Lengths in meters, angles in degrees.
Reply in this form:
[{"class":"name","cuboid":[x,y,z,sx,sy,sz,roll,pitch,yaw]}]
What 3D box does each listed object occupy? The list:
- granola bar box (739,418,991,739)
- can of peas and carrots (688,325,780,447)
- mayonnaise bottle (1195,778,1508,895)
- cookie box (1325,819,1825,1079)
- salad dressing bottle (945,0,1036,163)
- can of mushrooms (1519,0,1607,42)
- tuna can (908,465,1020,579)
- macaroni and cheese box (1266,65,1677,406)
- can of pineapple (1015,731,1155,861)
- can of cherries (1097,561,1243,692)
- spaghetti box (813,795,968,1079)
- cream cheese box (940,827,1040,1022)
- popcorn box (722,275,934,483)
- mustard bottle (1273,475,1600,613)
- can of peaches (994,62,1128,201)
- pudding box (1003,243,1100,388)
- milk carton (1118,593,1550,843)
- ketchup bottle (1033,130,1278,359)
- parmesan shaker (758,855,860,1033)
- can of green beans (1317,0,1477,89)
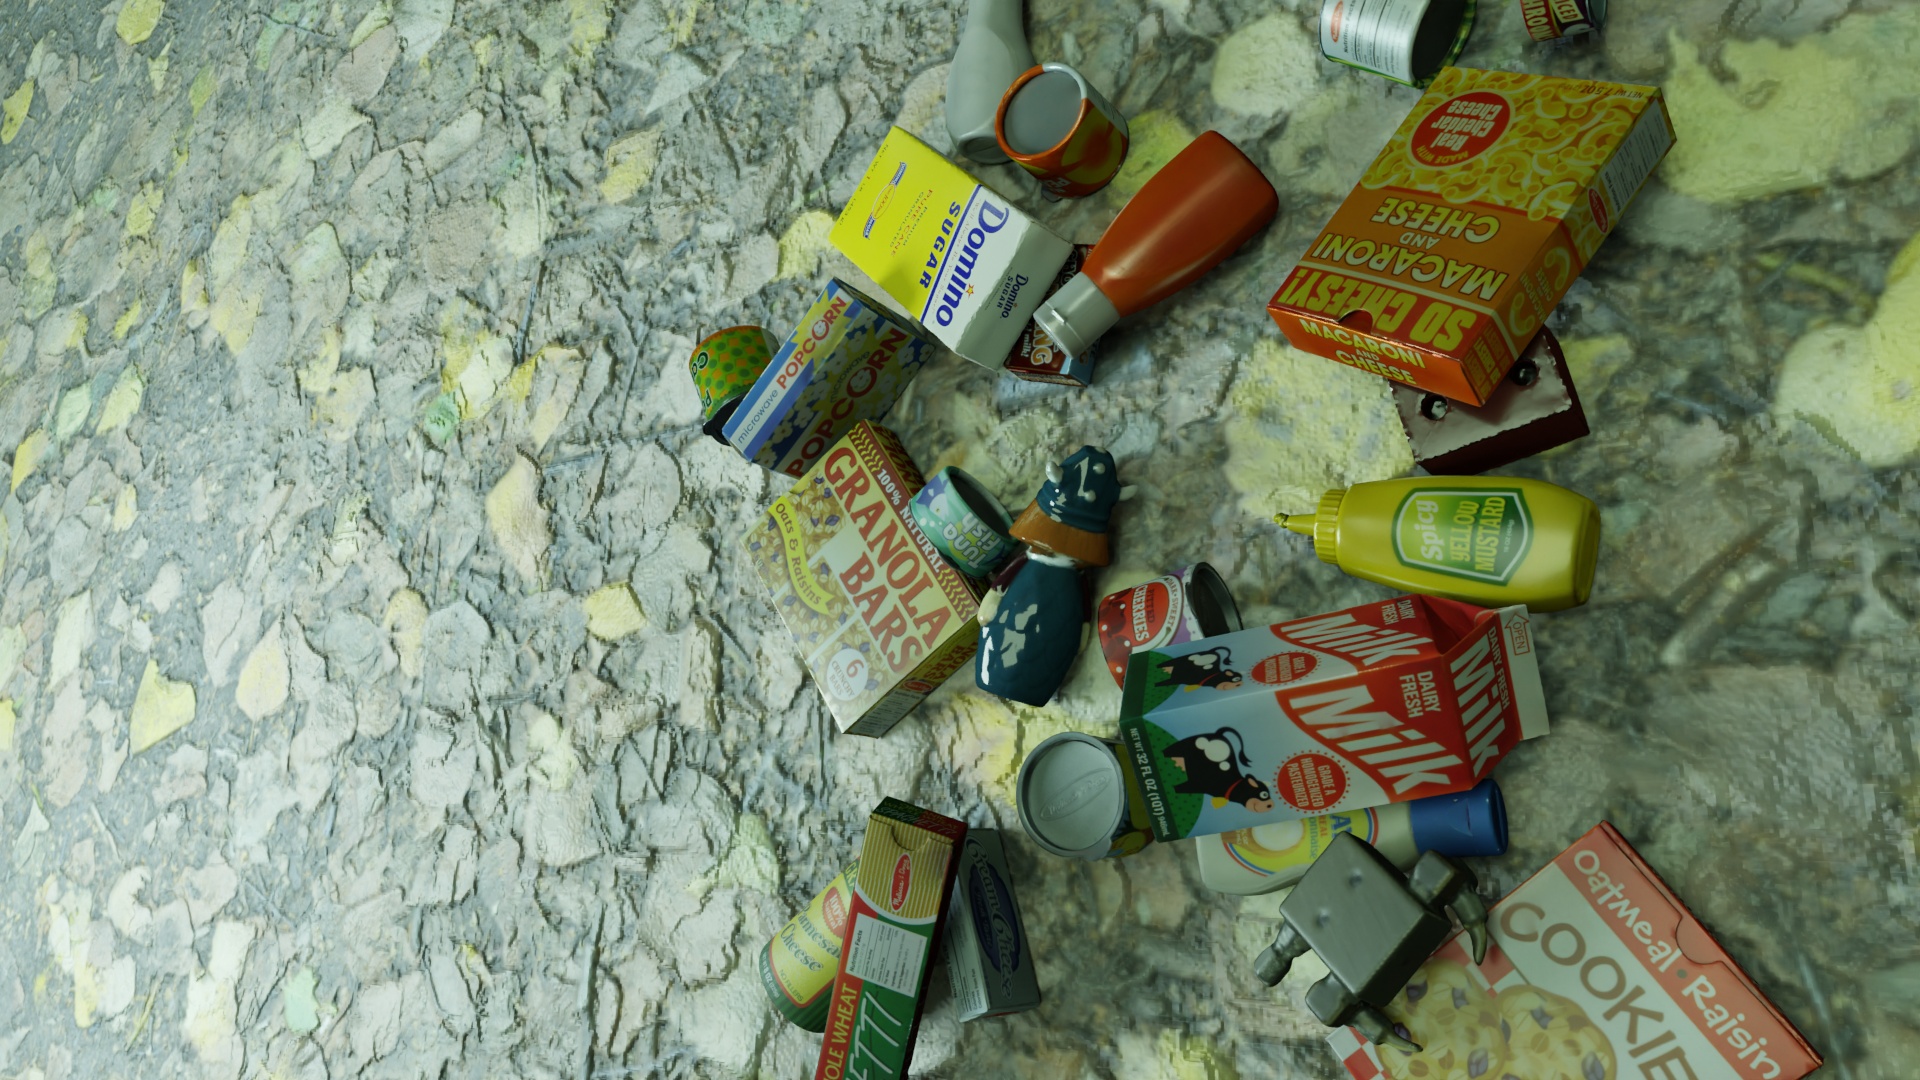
[{"class":"granola bar box","cuboid":[-0.059,0.023,0.887,0.124,0.039,0.166,-42,59,17]},{"class":"can of peas and carrots","cuboid":[-0.152,-0.106,0.962,0.071,0.071,0.059,-35,61,21]},{"class":"mayonnaise bottle","cuboid":[0.192,0.142,0.693,0.148,0.041,0.065,-11,74,30]},{"class":"cookie box","cuboid":[0.269,0.227,0.621,0.167,0.040,0.123,-45,58,16]},{"class":"salad dressing bottle","cuboid":[0.022,-0.326,0.922,0.064,0.044,0.148,-7,73,37]},{"class":"can of mushrooms","cuboid":[0.308,-0.291,0.712,0.033,0.071,0.071,-1,77,34]},{"class":"tuna can","cuboid":[0.003,-0.010,0.837,0.032,0.071,0.071,-43,59,17]},{"class":"macaroni and cheese box","cuboid":[0.250,-0.157,0.693,0.166,0.040,0.124,-52,40,-6]},{"class":"can of pineapple","cuboid":[0.073,0.142,0.760,0.071,0.058,0.071,-9,74,32]},{"class":"can of cherries","cuboid":[0.113,0.050,0.749,0.058,0.071,0.071,-21,67,28]},{"class":"spaghetti box","cuboid":[-0.047,0.262,0.770,0.050,0.029,0.249,17,107,14]},{"class":"cream cheese box","cuboid":[0.010,0.215,0.785,0.024,0.053,0.104,-27,65,27]},{"class":"popcorn box","cuboid":[-0.086,-0.099,0.908,0.038,0.085,0.126,45,103,31]},{"class":"mustard bottle","cuboid":[0.231,-0.002,0.699,0.160,0.049,0.065,6,80,34]},{"class":"can of peaches","cuboid":[0.062,-0.254,0.868,0.071,0.058,0.071,-9,73,31]},{"class":"pudding box","cuboid":[0.063,-0.139,0.855,0.049,0.030,0.083,12,85,34]},{"class":"milk carton","cuboid":[0.179,0.081,0.669,0.190,0.074,0.072,-13,109,15]},{"class":"ketchup bottle","cuboid":[0.109,-0.167,0.805,0.149,0.043,0.065,-41,71,4]},{"class":"parmesan shaker","cuboid":[-0.061,0.235,0.817,0.103,0.071,0.071,-45,58,16]},{"class":"can of green beans","cuboid":[0.239,-0.286,0.757,0.058,0.071,0.071,34,98,33]}]
